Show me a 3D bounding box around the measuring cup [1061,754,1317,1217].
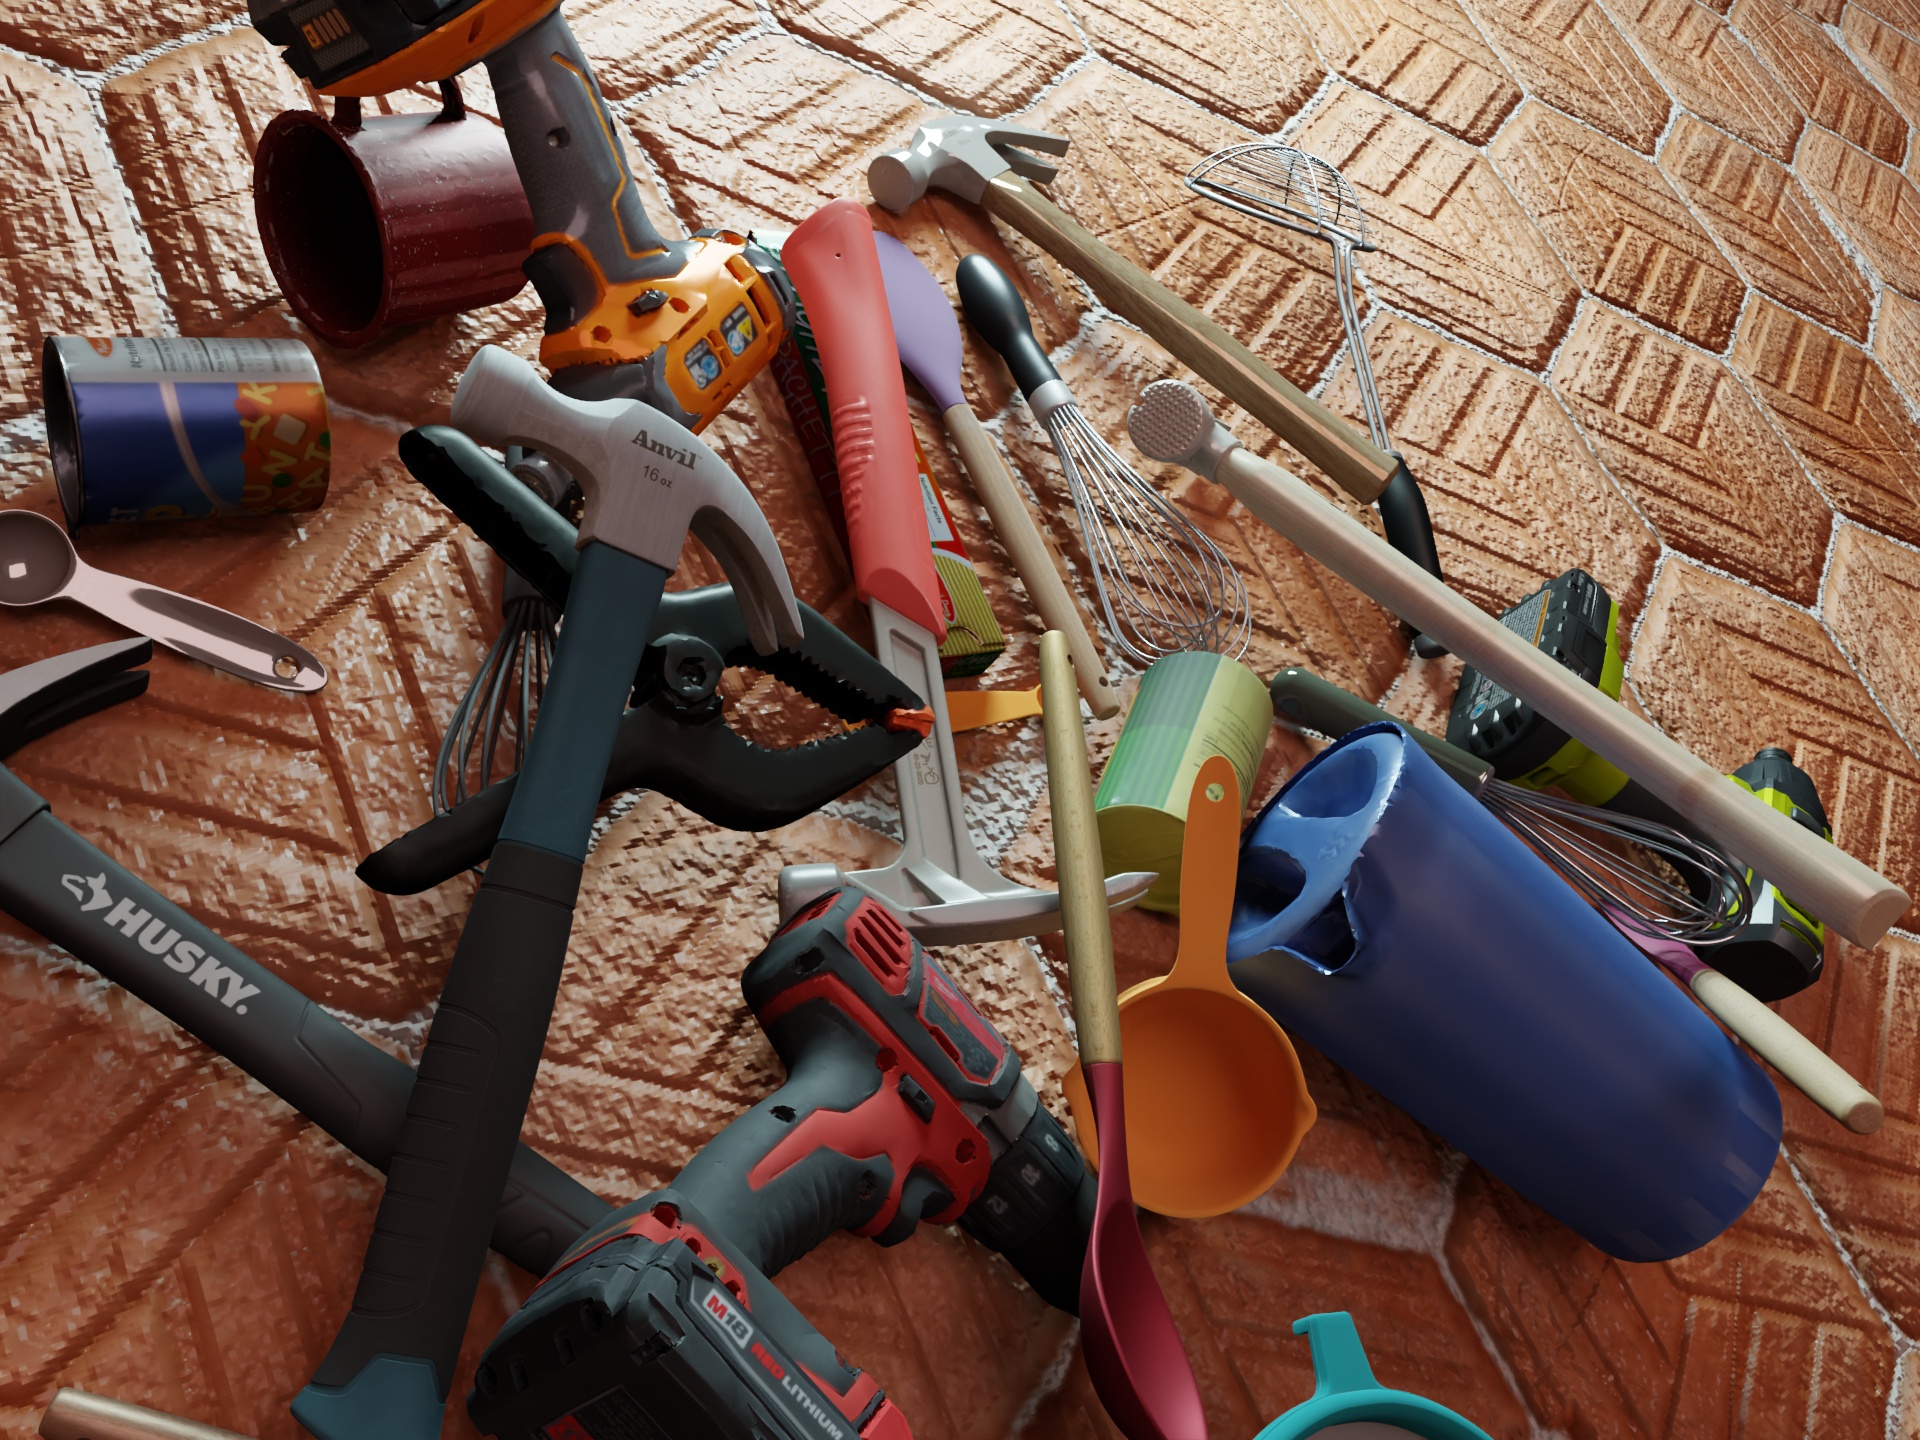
[{"bbox_3d":[0.091,0.101,0.622,0.095,0.052,0.174,6,85,5],"label":"measuring cup"}]

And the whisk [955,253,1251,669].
[{"bbox_3d":[0.061,-0.136,0.810,0.070,0.070,0.285,-9,59,-34],"label":"whisk"}]

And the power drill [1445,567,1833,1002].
[{"bbox_3d":[0.386,0.027,0.880,0.223,0.080,0.171,38,48,-8],"label":"power drill"}]

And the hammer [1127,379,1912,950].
[{"bbox_3d":[0.262,-0.033,0.771,0.411,0.038,0.146,38,14,13],"label":"hammer"}]

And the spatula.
[{"bbox_3d":[0.010,-0.134,0.795,0.059,0.018,0.316,-7,60,-34],"label":"spatula"}]

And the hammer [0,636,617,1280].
[{"bbox_3d":[-0.199,0.106,0.507,0.334,0.035,0.146,36,49,-5],"label":"hammer"}]

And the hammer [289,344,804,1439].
[{"bbox_3d":[-0.135,0.054,0.489,0.128,0.033,0.331,21,70,-28],"label":"hammer"}]

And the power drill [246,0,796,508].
[{"bbox_3d":[-0.164,-0.200,0.613,0.226,0.084,0.164,61,42,-31],"label":"power drill"}]

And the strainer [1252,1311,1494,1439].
[{"bbox_3d":[0.085,0.361,0.455,0.211,0.095,0.340,49,46,-5],"label":"strainer"}]

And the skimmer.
[{"bbox_3d":[0.223,-0.198,0.963,0.127,0.090,0.363,3,69,-33],"label":"skimmer"}]

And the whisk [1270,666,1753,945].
[{"bbox_3d":[0.260,0.036,0.770,0.246,0.057,0.059,30,59,21],"label":"whisk"}]

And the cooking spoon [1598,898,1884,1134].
[{"bbox_3d":[0.336,0.122,0.699,0.069,0.017,0.319,40,10,4],"label":"cooking spoon"}]

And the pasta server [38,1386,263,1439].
[{"bbox_3d":[-0.108,0.254,0.460,0.316,0.060,0.040,24,21,-11],"label":"pasta server"}]

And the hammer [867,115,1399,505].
[{"bbox_3d":[0.109,-0.234,0.899,0.331,0.031,0.130,39,47,5],"label":"hammer"}]

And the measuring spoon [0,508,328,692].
[{"bbox_3d":[-0.287,-0.037,0.566,0.124,0.018,0.034,25,71,-22],"label":"measuring spoon"}]

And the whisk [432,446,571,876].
[{"bbox_3d":[-0.170,-0.043,0.620,0.055,0.055,0.239,11,51,-24],"label":"whisk"}]

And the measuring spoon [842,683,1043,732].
[{"bbox_3d":[-0.001,-0.002,0.714,0.117,0.011,0.021,-7,64,-29],"label":"measuring spoon"}]

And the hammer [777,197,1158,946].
[{"bbox_3d":[-0.021,-0.078,0.692,0.149,0.036,0.359,-4,65,-12],"label":"hammer"}]

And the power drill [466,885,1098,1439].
[{"bbox_3d":[-0.026,0.175,0.508,0.188,0.080,0.227,49,29,-6],"label":"power drill"}]

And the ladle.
[{"bbox_3d":[0.049,0.100,0.573,0.069,0.031,0.316,46,33,-52],"label":"ladle"}]
